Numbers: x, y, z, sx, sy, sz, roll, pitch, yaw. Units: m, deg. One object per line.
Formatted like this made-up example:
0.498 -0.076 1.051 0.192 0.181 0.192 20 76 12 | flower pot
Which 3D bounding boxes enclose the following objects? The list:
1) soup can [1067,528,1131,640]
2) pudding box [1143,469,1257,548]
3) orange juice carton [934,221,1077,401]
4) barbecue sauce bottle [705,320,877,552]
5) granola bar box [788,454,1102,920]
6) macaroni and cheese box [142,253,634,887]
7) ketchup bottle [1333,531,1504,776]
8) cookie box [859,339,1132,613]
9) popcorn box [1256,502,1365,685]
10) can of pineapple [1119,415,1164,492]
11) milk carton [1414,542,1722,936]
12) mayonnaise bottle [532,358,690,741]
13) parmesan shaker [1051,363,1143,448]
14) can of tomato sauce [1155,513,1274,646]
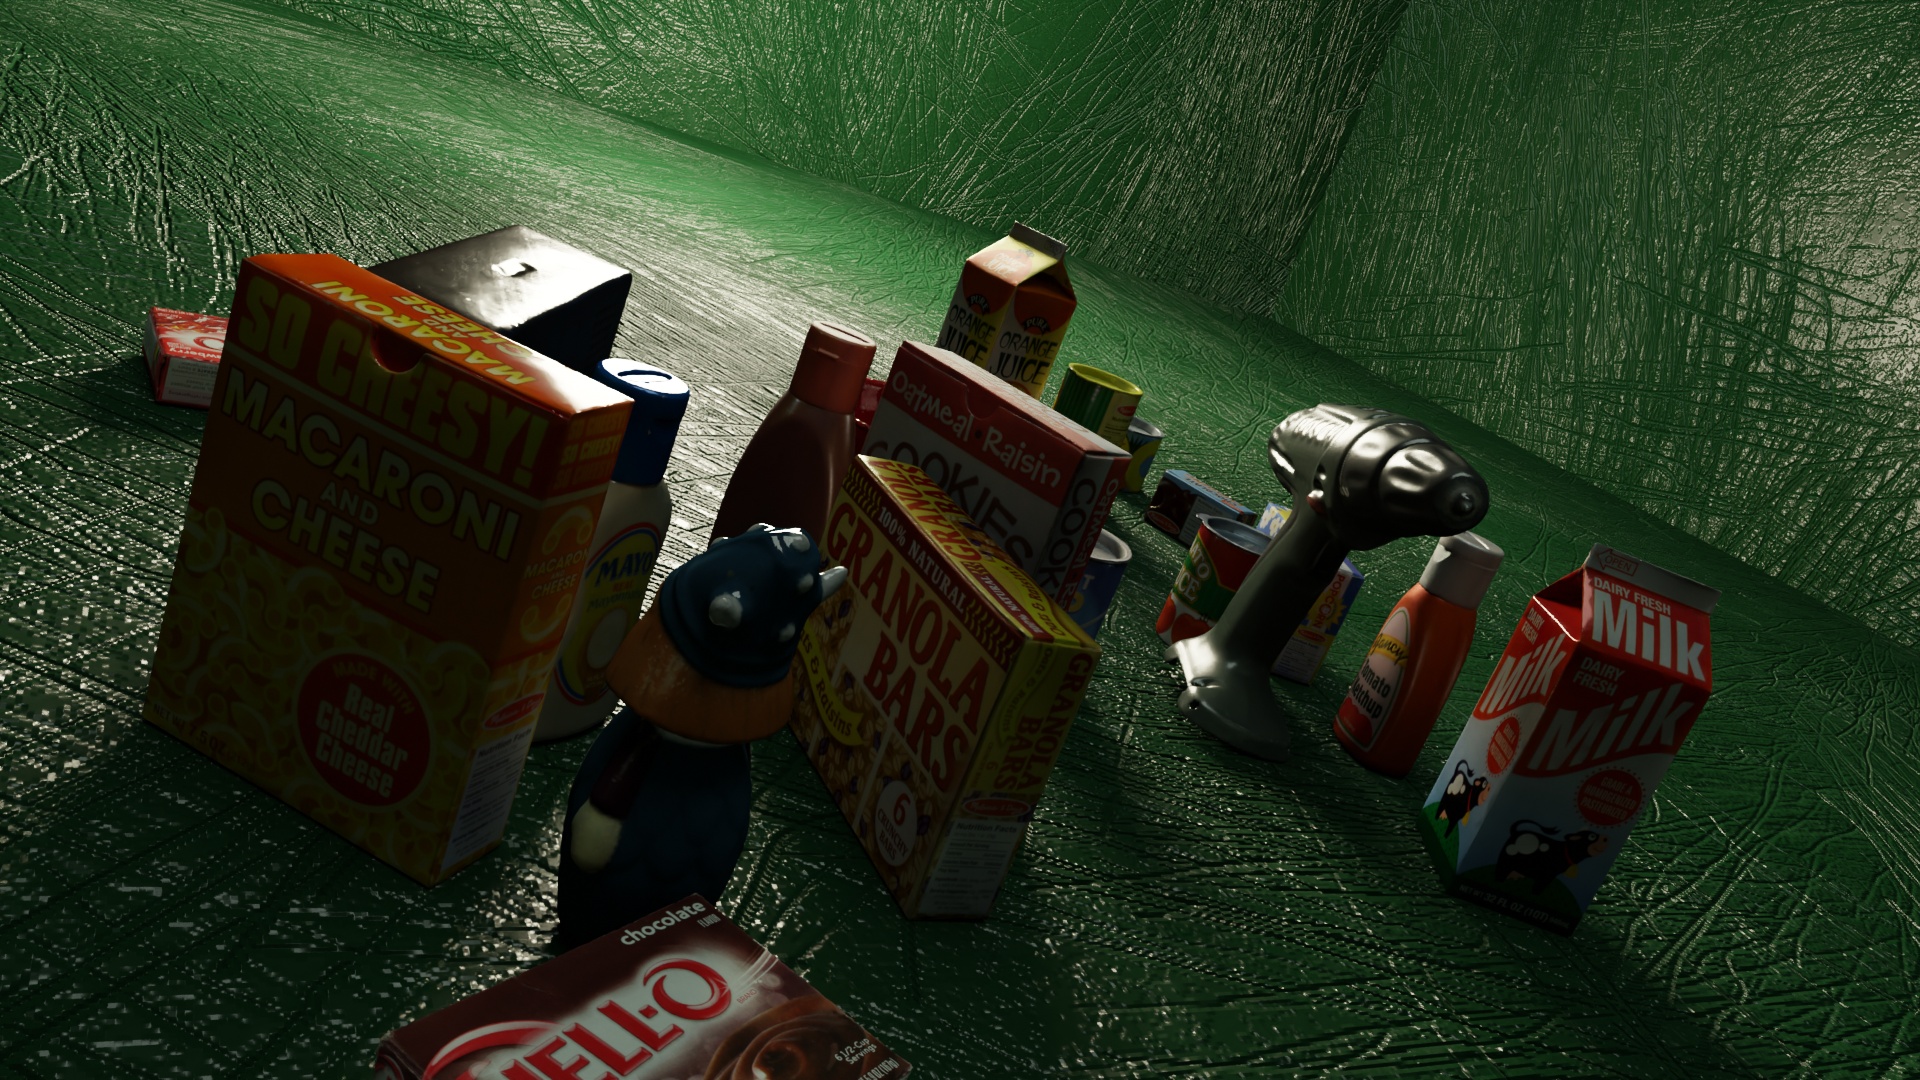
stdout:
0.048 0.033 0.778 0.071 0.083 0.071 19 17 -6 | soup can
0.200 -0.020 1.161 0.084 0.049 0.030 35 22 36 | pudding box
0.033 -0.167 1.166 0.073 0.192 0.072 6 23 -41 | orange juice carton
-0.085 -0.041 0.735 0.065 0.148 0.044 24 17 7 | barbecue sauce bottle
-0.019 0.054 0.573 0.039 0.123 0.166 10 21 -32 | granola bar box
-0.187 0.009 0.445 0.124 0.166 0.040 25 18 12 | macaroni and cheese box
0.278 0.065 0.839 0.043 0.148 0.065 17 18 -14 | ketchup bottle
-0.005 0.007 0.655 0.123 0.166 0.040 34 21 35 | cookie box
0.231 0.035 0.977 0.038 0.085 0.127 19 18 -9 | popcorn box
0.143 -0.083 1.265 0.071 0.057 0.071 19 18 -6 | can of pineapple
0.315 0.098 0.718 0.072 0.190 0.074 21 17 -2 | milk carton
-0.143 0.004 0.538 0.041 0.147 0.065 29 19 22 | mayonnaise bottle
0.101 -0.088 1.159 0.071 0.102 0.071 19 17 -6 | parmesan shaker
0.173 0.034 0.917 0.071 0.082 0.071 19 17 -6 | can of tomato sauce
